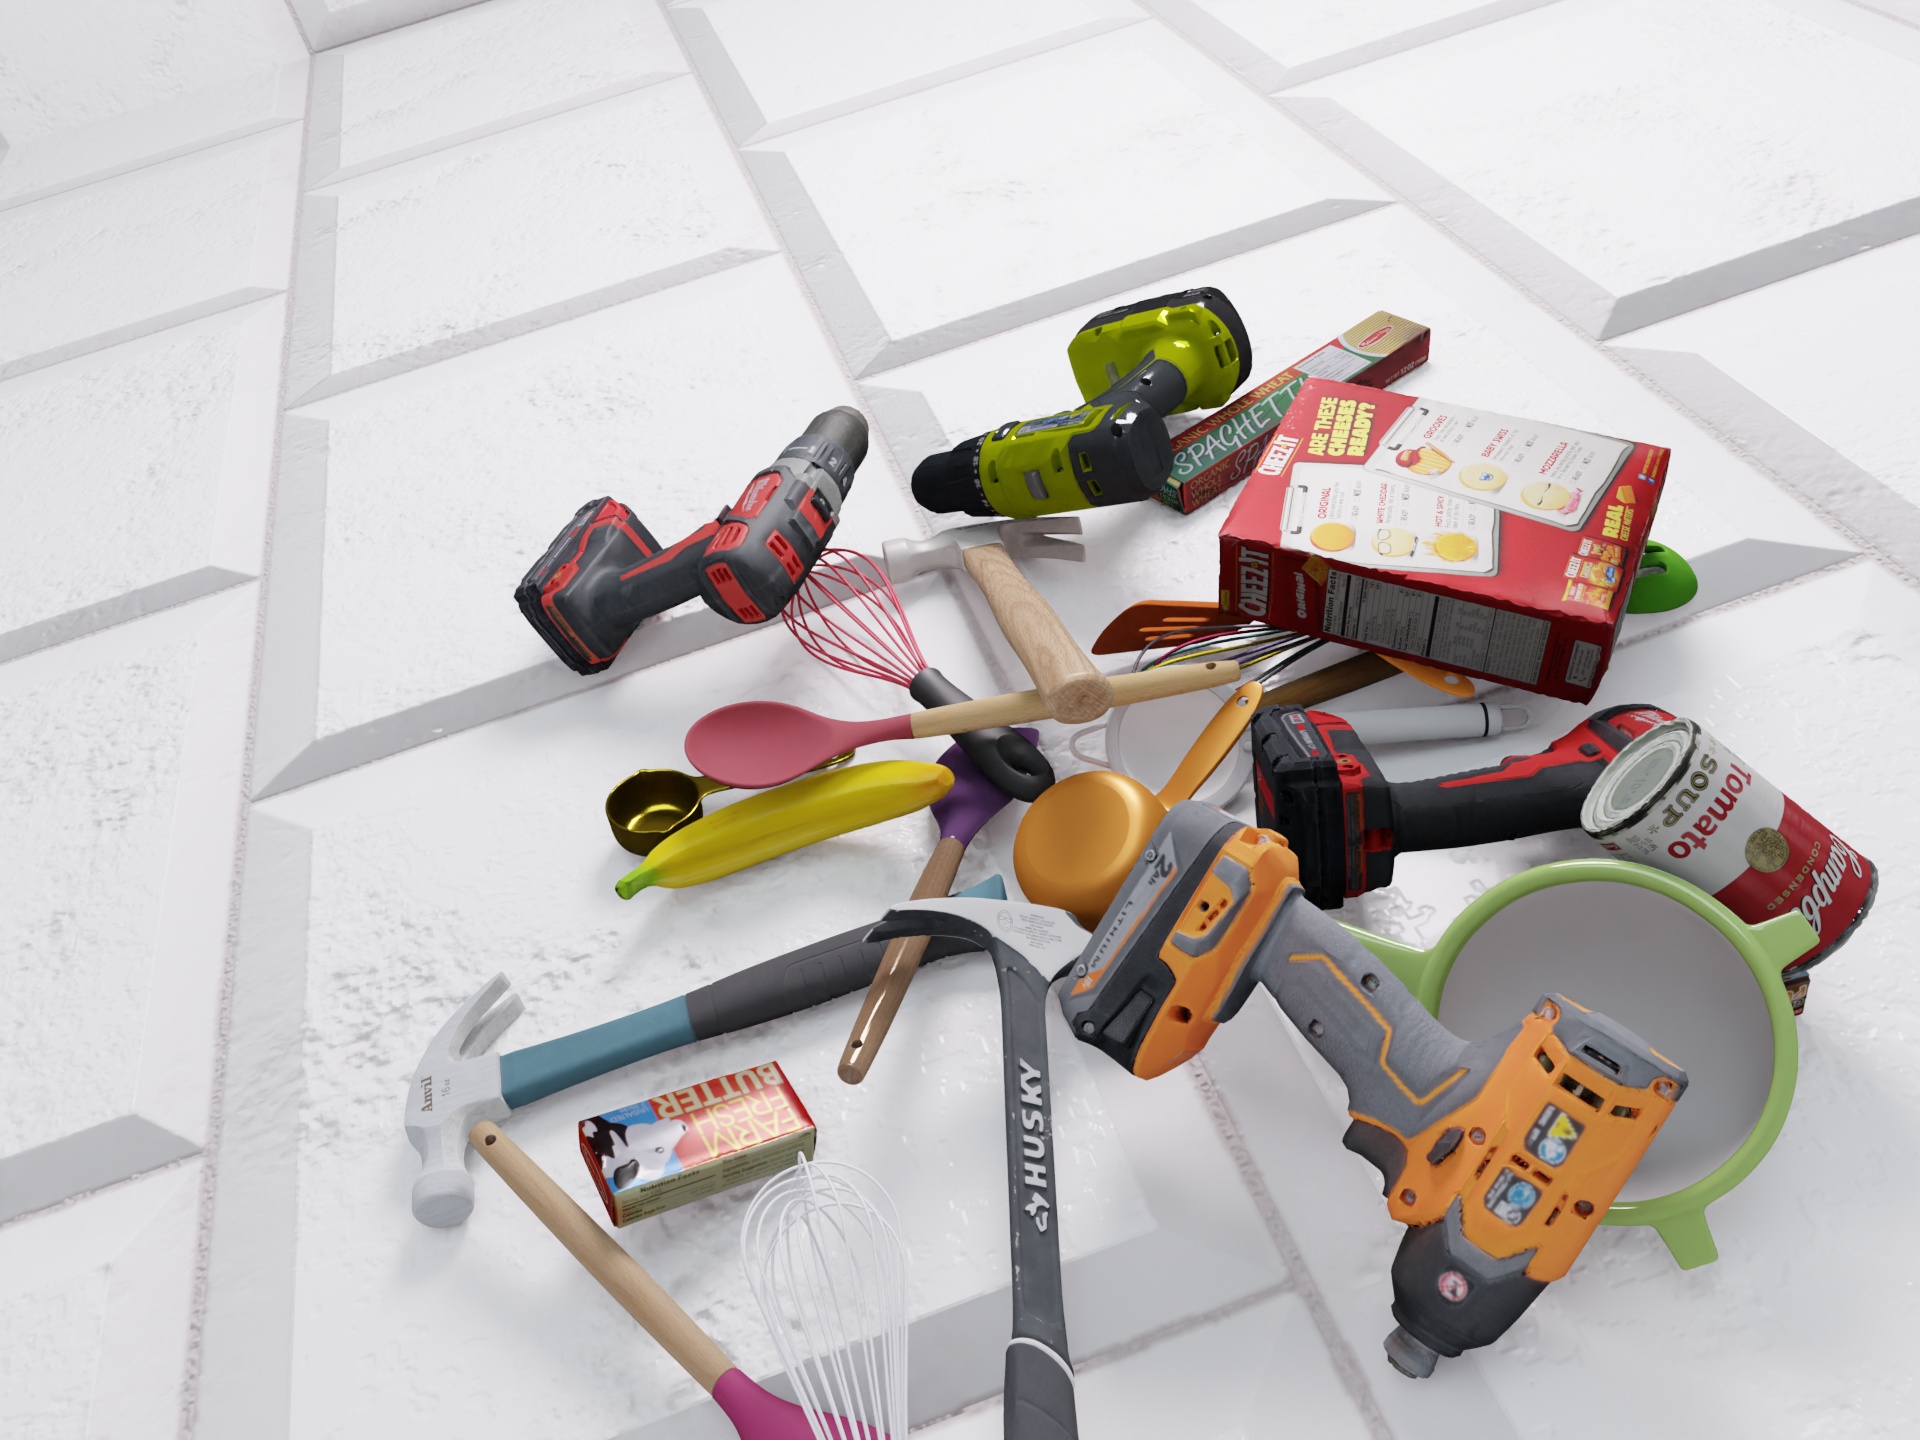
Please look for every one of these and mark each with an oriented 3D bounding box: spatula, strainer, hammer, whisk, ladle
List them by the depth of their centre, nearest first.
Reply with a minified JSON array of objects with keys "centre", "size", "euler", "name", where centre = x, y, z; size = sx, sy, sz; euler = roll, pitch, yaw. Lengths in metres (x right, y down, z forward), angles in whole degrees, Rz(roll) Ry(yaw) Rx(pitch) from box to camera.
[{"centre":[-0.031,0.298,0.606],"size":[0.070,0.070,0.285],"euler":[-18,54,-3],"name":"whisk"},{"centre":[0.028,0.243,0.652],"size":[0.149,0.036,0.409],"euler":[18,44,-20],"name":"hammer"},{"centre":[0.236,0.125,0.717],"size":[0.256,0.069,0.151],"euler":[17,88,32],"name":"strainer"},{"centre":[-0.128,0.153,0.835],"size":[0.331,0.033,0.128],"euler":[-19,43,-4],"name":"hammer"},{"centre":[-0.014,0.082,0.842],"size":[0.060,0.018,0.316],"euler":[-1,29,16],"name":"spatula"},{"centre":[-0.001,-0.003,0.891],"size":[0.315,0.031,0.069],"euler":[-9,45,10],"name":"ladle"},{"centre":[0.190,0.008,0.893],"size":[0.258,0.050,0.087],"euler":[-4,83,3],"name":"strainer"},{"centre":[0.207,-0.050,0.951],"size":[0.245,0.047,0.051],"euler":[-18,40,-8],"name":"whisk"},{"centre":[0.037,-0.069,0.955],"size":[0.130,0.031,0.332],"euler":[-13,22,-5],"name":"hammer"},{"centre":[-0.032,-0.031,0.977],"size":[0.073,0.073,0.296],"euler":[-31,44,-17],"name":"whisk"},{"centre":[0.227,-0.111,1.007],"size":[0.322,0.081,0.041],"euler":[-29,80,-21],"name":"spatula"}]

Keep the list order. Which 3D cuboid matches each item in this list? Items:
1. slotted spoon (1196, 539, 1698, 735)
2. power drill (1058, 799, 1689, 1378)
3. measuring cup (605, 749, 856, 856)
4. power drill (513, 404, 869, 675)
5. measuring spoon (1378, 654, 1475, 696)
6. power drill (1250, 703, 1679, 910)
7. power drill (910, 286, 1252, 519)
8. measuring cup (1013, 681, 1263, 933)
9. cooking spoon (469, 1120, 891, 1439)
[{"centre":[0.286,-0.047,0.936],"size":[0.314,0.031,0.070],"euler":[-20,42,-4],"name":"slotted spoon"},{"centre":[0.157,0.151,0.669],"size":[0.227,0.084,0.164],"euler":[32,95,26],"name":"power drill"},{"centre":[-0.137,0.045,0.968],"size":[0.156,0.029,0.062],"euler":[-15,40,-17],"name":"measuring cup"},{"centre":[-0.169,-0.125,1.060],"size":[0.227,0.080,0.188],"euler":[-12,37,36],"name":"power drill"},{"centre":[0.245,-0.046,0.911],"size":[0.021,0.011,0.117],"euler":[-33,52,-26],"name":"measuring spoon"},{"centre":[0.263,0.033,0.803],"size":[0.219,0.078,0.143],"euler":[-5,16,4],"name":"power drill"},{"centre":[0.087,-0.212,1.105],"size":[0.190,0.080,0.228],"euler":[-2,33,39],"name":"power drill"},{"centre":[0.097,0.037,0.836],"size":[0.173,0.052,0.095],"euler":[-51,47,-5],"name":"measuring cup"},{"centre":[-0.120,0.272,0.693],"size":[0.319,0.017,0.069],"euler":[31,59,32],"name":"cooking spoon"}]
